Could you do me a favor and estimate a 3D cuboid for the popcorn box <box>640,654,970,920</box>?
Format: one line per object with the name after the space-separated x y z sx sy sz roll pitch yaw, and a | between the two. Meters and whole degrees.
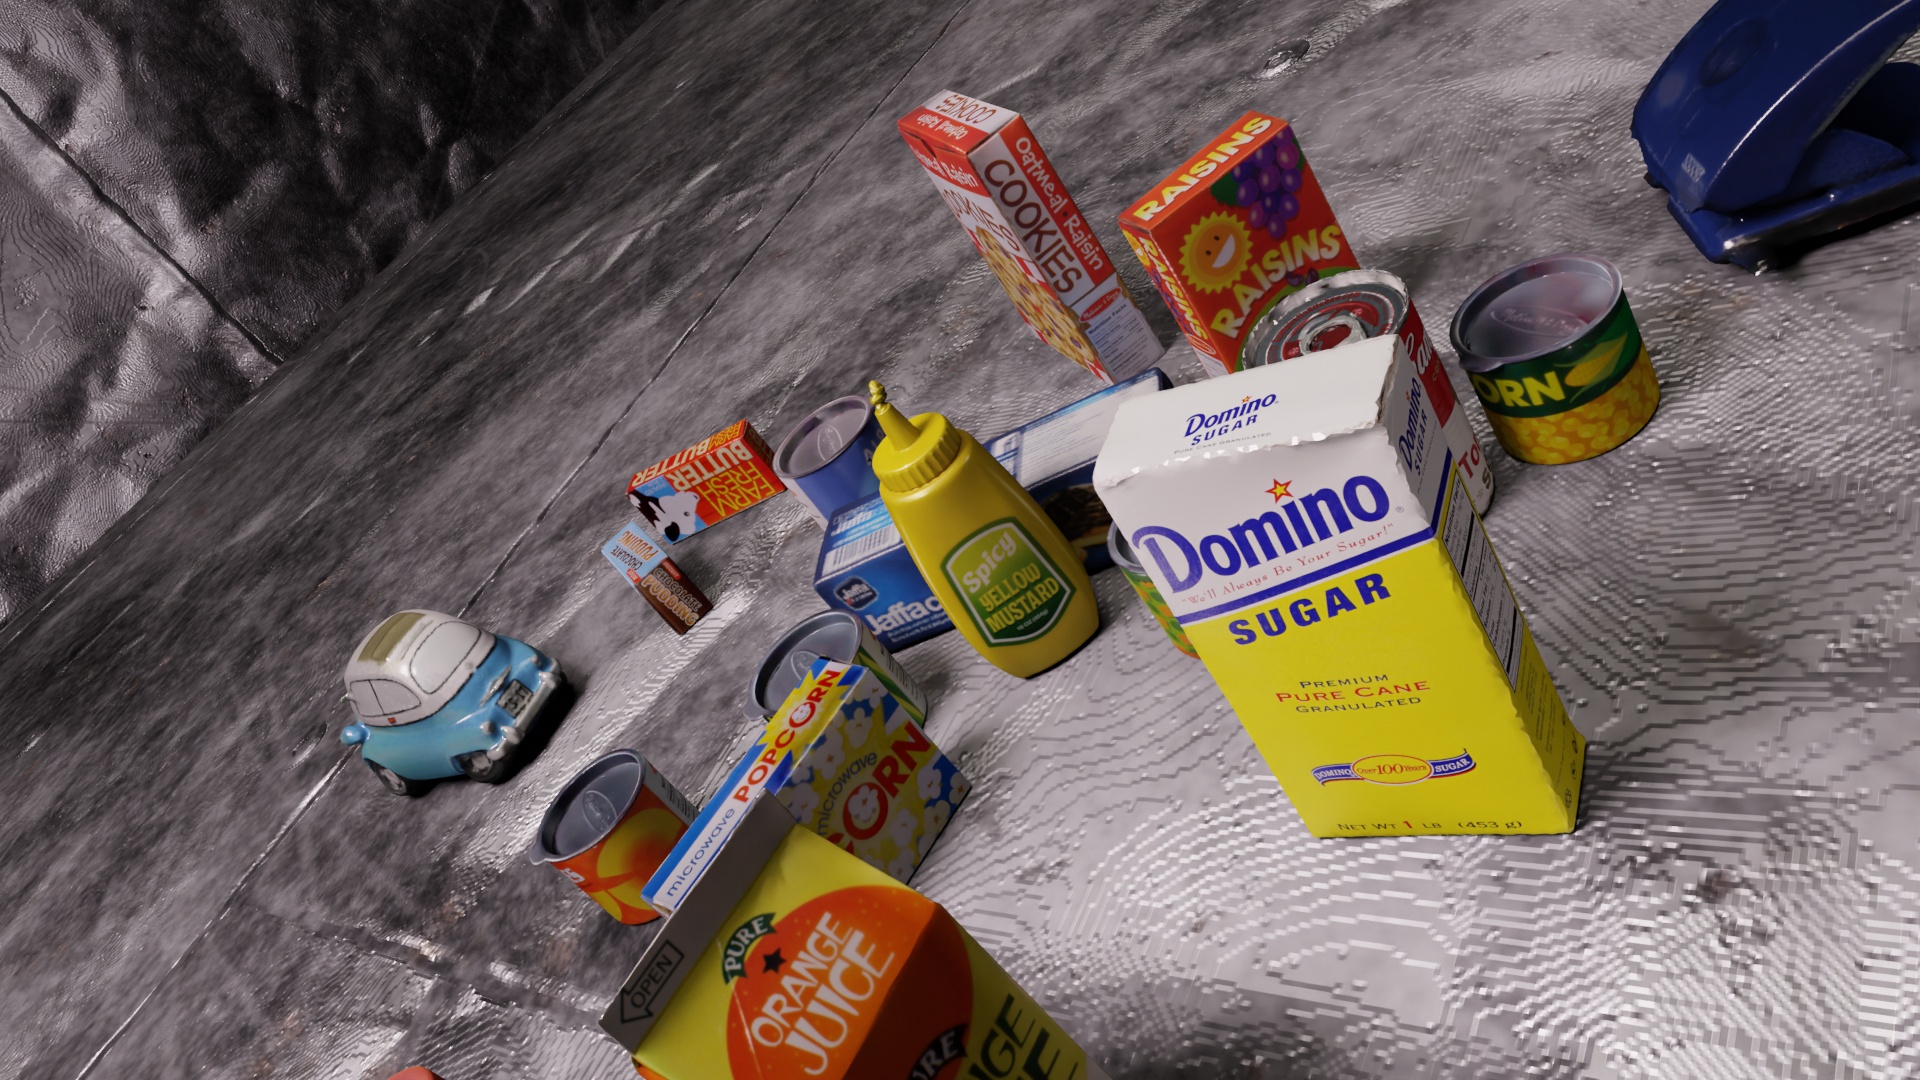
-0.061 0.124 0.582 0.038 0.085 0.127 3 49 49 | popcorn box

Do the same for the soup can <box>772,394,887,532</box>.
-0.053 -0.031 0.787 0.071 0.083 0.072 -27 32 18 | soup can

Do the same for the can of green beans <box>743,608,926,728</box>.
-0.059 0.076 0.672 0.071 0.057 0.071 -27 32 18 | can of green beans

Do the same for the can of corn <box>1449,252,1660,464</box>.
0.239 -0.071 0.562 0.071 0.058 0.071 -27 32 18 | can of corn

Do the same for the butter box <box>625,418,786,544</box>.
-0.173 -0.039 0.953 0.103 0.053 0.024 -24 33 22 | butter box

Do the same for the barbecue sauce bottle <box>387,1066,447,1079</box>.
-0.135 0.226 0.458 0.065 0.148 0.044 -32 31 10 | barbecue sauce bottle

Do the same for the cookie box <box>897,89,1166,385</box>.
0.039 -0.175 0.805 0.040 0.167 0.123 -39 30 -2 | cookie box

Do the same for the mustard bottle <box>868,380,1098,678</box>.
0.002 -0.008 0.621 0.065 0.159 0.049 -36 30 4 | mustard bottle

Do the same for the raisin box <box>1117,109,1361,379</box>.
0.144 -0.132 0.679 0.086 0.123 0.040 -38 30 -1 | raisin box

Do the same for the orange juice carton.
-0.018 0.153 0.390 0.073 0.192 0.072 1 48 47 | orange juice carton

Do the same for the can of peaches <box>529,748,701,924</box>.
-0.166 0.148 0.685 0.071 0.058 0.071 -27 32 18 | can of peaches

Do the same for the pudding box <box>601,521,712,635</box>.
-0.197 0.023 0.896 0.030 0.049 0.084 -44 31 -10 | pudding box

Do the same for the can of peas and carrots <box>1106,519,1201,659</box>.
0.106 0.009 0.590 0.071 0.058 0.071 -27 32 18 | can of peas and carrots
